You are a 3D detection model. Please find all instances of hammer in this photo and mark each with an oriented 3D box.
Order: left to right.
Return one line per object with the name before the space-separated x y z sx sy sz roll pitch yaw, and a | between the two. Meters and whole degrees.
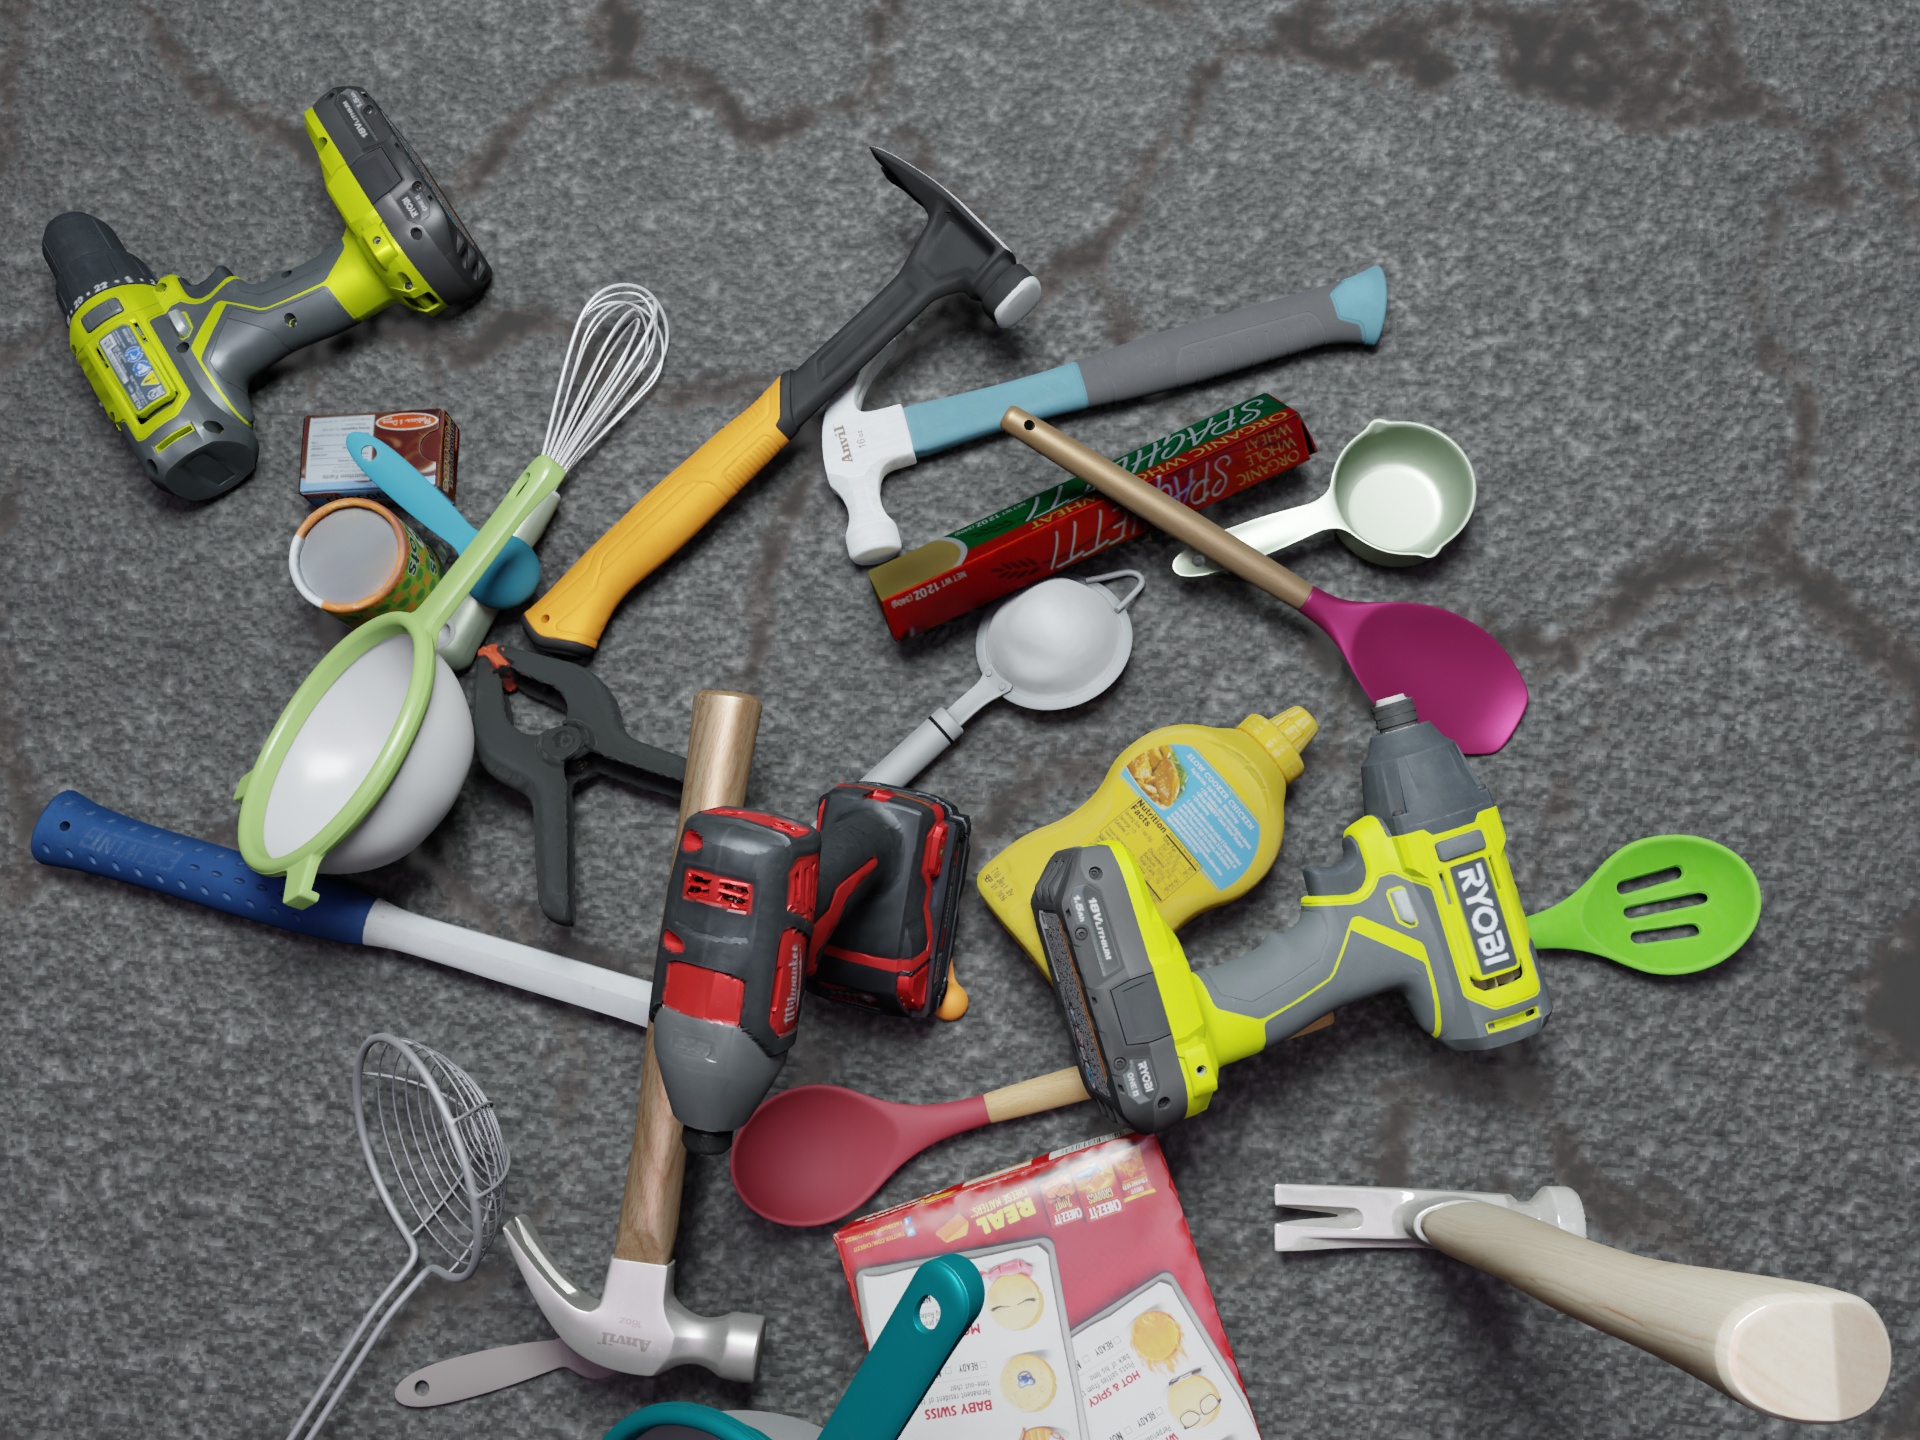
hammer | -0.307 0.116 0.849 0.405 0.035 0.144 15 78 7
hammer | -0.142 0.148 0.789 0.130 0.031 0.331 7 81 3
hammer | -0.117 -0.163 0.879 0.337 0.034 0.127 -43 73 2
hammer | 0.082 -0.191 0.896 0.331 0.033 0.128 -16 77 0
hammer | 0.213 0.204 0.597 0.146 0.410 0.038 0 77 5

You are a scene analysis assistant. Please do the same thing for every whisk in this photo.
whisk | -0.234 -0.138 0.902 0.058 0.059 0.246 20 81 46

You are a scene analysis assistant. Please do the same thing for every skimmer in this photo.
skimmer | -0.334 0.328 0.772 0.127 0.090 0.363 25 81 39

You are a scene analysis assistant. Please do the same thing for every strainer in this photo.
strainer | -0.271 -0.020 0.831 0.256 0.069 0.152 -54 39 -4
strainer | -0.050 0.348 0.692 0.211 0.095 0.340 41 115 31
strainer | -0.001 -0.003 0.854 0.258 0.050 0.087 -42 62 -3

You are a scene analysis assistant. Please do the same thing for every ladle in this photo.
ladle | 0.038 0.190 0.812 0.315 0.031 0.069 -15 81 -1

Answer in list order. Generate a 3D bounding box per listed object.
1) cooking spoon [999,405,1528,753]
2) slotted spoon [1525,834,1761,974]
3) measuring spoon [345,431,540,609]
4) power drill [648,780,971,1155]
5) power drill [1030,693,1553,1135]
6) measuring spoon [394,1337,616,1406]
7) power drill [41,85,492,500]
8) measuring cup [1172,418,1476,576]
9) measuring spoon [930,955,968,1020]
cooking spoon | 0.159 -0.078 0.836 0.319 0.017 0.069 31 88 -5
slotted spoon | 0.245 0.115 0.815 0.314 0.031 0.070 -11 78 3
measuring spoon | -0.283 -0.111 0.861 0.128 0.021 0.042 43 86 -9
power drill | -0.070 0.103 0.729 0.078 0.219 0.143 11 97 17
power drill | 0.155 0.093 0.759 0.223 0.080 0.171 -16 87 -10
measuring spoon | -0.228 0.326 0.802 0.124 0.018 0.034 -15 76 1
power drill | -0.412 -0.263 0.927 0.228 0.080 0.191 -34 77 -1
measuring cup | 0.195 -0.106 0.866 0.167 0.038 0.083 -19 76 2
measuring spoon | -0.018 0.101 0.844 0.021 0.011 0.117 -15 76 0
